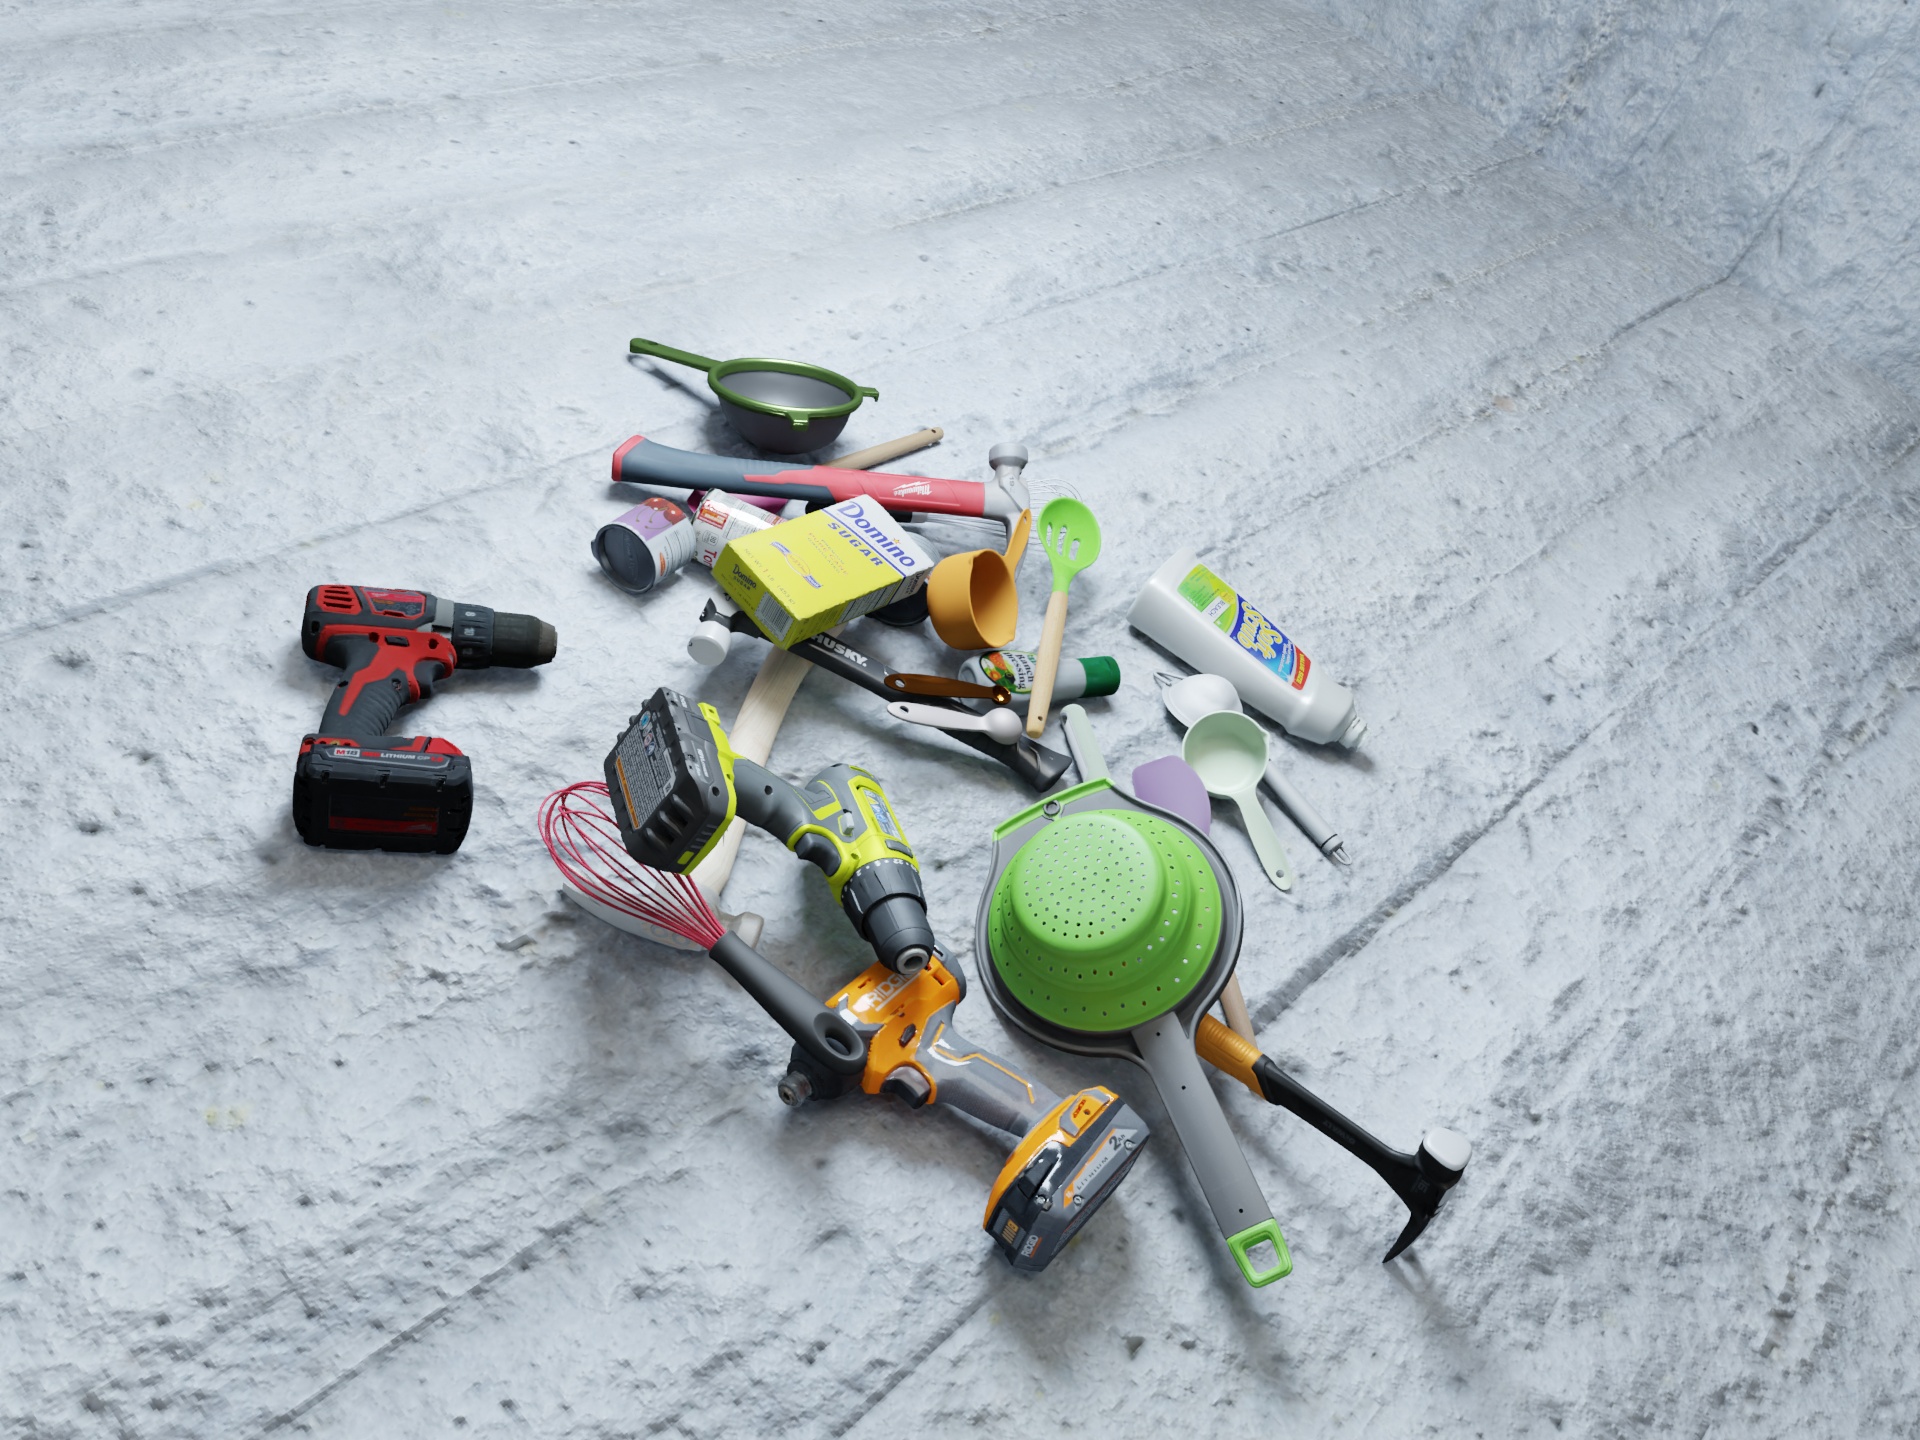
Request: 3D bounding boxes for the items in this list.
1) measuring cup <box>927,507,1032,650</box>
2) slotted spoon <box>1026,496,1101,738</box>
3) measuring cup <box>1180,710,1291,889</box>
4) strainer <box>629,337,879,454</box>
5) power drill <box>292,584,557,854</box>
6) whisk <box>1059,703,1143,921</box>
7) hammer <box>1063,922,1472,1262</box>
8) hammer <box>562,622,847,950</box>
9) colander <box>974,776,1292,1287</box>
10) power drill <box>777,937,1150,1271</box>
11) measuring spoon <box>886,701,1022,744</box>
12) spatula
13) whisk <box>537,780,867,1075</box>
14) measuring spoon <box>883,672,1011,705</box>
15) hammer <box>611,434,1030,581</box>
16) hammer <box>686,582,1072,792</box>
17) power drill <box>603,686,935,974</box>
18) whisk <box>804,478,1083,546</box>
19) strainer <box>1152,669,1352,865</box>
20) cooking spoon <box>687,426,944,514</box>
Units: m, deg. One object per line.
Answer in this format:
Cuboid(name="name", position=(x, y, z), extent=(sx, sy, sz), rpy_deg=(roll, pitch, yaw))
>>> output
Cuboid(name="measuring cup", position=(0.021, -0.134, 1.437), extent=(0.052, 0.095, 0.174), rpy_deg=(-7, 40, 29))
Cuboid(name="slotted spoon", position=(0.084, -0.095, 1.431), extent=(0.070, 0.031, 0.314), rpy_deg=(28, 43, -15))
Cuboid(name="measuring cup", position=(0.250, 0.072, 1.392), extent=(0.083, 0.038, 0.168), rpy_deg=(-23, 75, 2))
Cuboid(name="strainer", position=(-0.219, -0.314, 1.560), extent=(0.256, 0.069, 0.151), rpy_deg=(20, 30, 20))
Cuboid(name="power drill", position=(-0.395, -0.011, 1.179), extent=(0.187, 0.080, 0.227), rpy_deg=(5, 43, -19))
Cuboid(name="whisk", position=(0.122, 0.074, 1.332), extent=(0.059, 0.057, 0.247), rpy_deg=(-2, 44, -15))
Cuboid(name="hammer", position=(0.205, 0.254, 1.169), extent=(0.337, 0.127, 0.034), rpy_deg=(34, 45, 25))
Cuboid(name="hammer", position=(-0.176, 0.013, 1.273), extent=(0.146, 0.038, 0.411), rpy_deg=(20, 43, -2))
Cuboid(name="colander", position=(0.127, 0.196, 1.114), extent=(0.204, 0.094, 0.398), rpy_deg=(-26, 58, 2))
Cuboid(name="power drill", position=(-0.005, 0.260, 1.075), extent=(0.227, 0.084, 0.164), rpy_deg=(37, 45, 20))
Cuboid(name="measuring spoon", position=(-0.002, -0.004, 1.301), extent=(0.124, 0.018, 0.034), rpy_deg=(9, 48, -27))
Cuboid(name="spatula", position=(0.201, 0.154, 1.298), extent=(0.060, 0.018, 0.316), rpy_deg=(-19, 51, 9))
Cuboid(name="whisk", position=(-0.175, 0.138, 1.074), extent=(0.296, 0.073, 0.073), rpy_deg=(38, 45, 16))
Cuboid(name="measuring spoon", position=(-0.011, -0.025, 1.323), extent=(0.116, 0.011, 0.021), rpy_deg=(6, 53, -25))
Cuboid(name="hammer", position=(-0.126, -0.203, 1.468), extent=(0.386, 0.038, 0.143), rpy_deg=(4, 75, -11))
Cuboid(name="hammer", position=(-0.056, -0.032, 1.331), extent=(0.334, 0.035, 0.146), rpy_deg=(28, 41, -9))
Cuboid(name="power drill", position=(-0.121, 0.080, 1.101), extent=(0.228, 0.080, 0.191), rpy_deg=(26, 22, -36))
Cuboid(name="whisk", position=(-0.011, -0.202, 1.541), extent=(0.284, 0.070, 0.070), rpy_deg=(-1, 48, -17))
Cuboid(name="strainer", position=(0.268, 0.031, 1.440), extent=(0.087, 0.050, 0.259), rpy_deg=(-16, 59, -43))
Cuboid(name="cooking spoon", position=(-0.131, -0.242, 1.552), extent=(0.319, 0.017, 0.069), rpy_deg=(-27, 66, -39))
